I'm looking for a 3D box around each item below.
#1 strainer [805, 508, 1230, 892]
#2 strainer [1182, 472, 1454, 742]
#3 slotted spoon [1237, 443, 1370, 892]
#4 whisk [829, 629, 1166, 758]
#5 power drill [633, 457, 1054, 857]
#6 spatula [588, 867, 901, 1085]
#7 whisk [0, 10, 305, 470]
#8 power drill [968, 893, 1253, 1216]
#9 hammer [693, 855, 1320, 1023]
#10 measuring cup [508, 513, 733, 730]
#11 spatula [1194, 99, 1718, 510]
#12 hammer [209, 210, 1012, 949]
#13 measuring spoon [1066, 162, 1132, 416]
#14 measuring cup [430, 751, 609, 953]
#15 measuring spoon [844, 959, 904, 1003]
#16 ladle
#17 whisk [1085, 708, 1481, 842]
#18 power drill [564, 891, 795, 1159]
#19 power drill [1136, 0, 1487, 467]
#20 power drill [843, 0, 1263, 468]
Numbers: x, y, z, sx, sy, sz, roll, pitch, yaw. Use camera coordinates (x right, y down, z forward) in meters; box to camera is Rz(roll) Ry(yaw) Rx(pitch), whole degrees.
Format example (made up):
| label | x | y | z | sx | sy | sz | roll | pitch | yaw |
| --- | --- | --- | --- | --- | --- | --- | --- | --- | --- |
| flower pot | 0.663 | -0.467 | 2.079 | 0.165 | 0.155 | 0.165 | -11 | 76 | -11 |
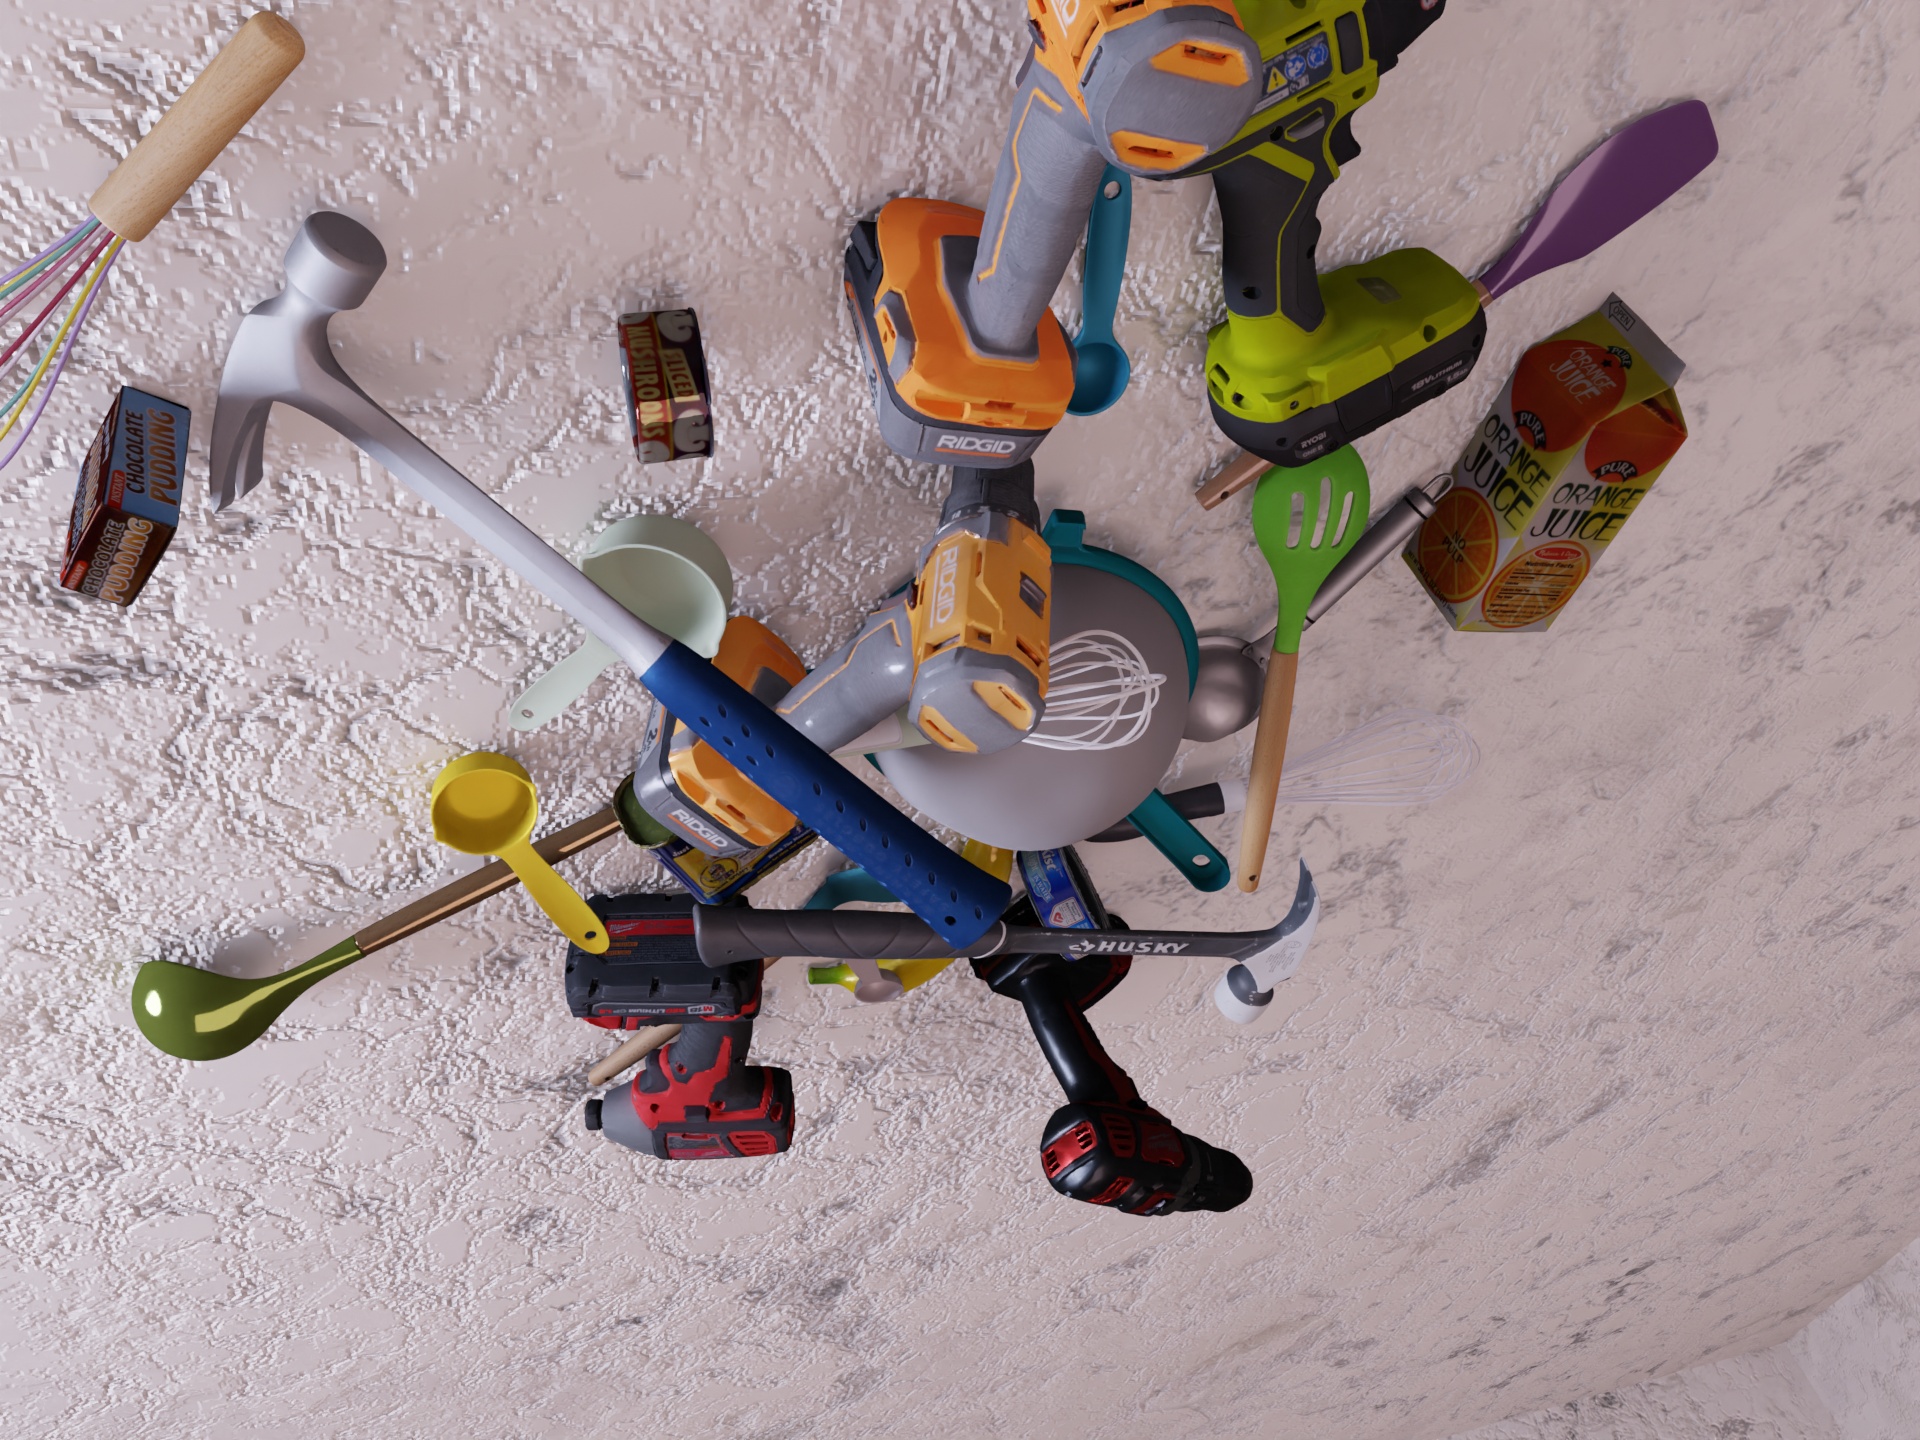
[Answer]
| label | x | y | z | sx | sy | sz | roll | pitch | yaw |
| --- | --- | --- | --- | --- | --- | --- | --- | --- | --- |
| strainer | 0.078 | 0.041 | 0.942 | 0.211 | 0.095 | 0.340 | -31 | 130 | 20 |
| strainer | 0.201 | -0.058 | 0.974 | 0.086 | 0.050 | 0.258 | 33 | 114 | -29 |
| slotted spoon | 0.194 | -0.021 | 0.956 | 0.070 | 0.031 | 0.313 | -4 | 123 | -9 |
| whisk | -0.001 | -0.003 | 0.812 | 0.246 | 0.058 | 0.059 | -10 | -172 | 41 |
| power drill | -0.051 | -0.042 | 0.802 | 0.226 | 0.186 | 0.084 | -24 | 132 | 30 |
| spatula | -0.138 | 0.173 | 1.073 | 0.317 | 0.044 | 0.082 | -37 | 144 | 19 |
| whisk | -0.336 | -0.177 | 0.601 | 0.245 | 0.047 | 0.051 | -40 | 149 | 14 |
| power drill | 0.109 | 0.242 | 1.117 | 0.187 | 0.227 | 0.080 | 24 | 123 | -40 |
| hammer | 0.037 | 0.134 | 0.985 | 0.408 | 0.036 | 0.149 | 4 | 137 | -20 |
| measuring cup | -0.181 | -0.046 | 0.817 | 0.083 | 0.038 | 0.167 | 37 | 128 | -25 |
| spatula | 0.254 | -0.212 | 0.840 | 0.316 | 0.018 | 0.059 | -37 | 136 | 15 |
| hammer | -0.145 | -0.031 | 0.699 | 0.405 | 0.035 | 0.144 | 40 | 122 | -12 |
| measuring spoon | 0.065 | -0.209 | 0.766 | 0.042 | 0.021 | 0.128 | -7 | 129 | -16 |
| measuring cup | -0.245 | 0.078 | 0.908 | 0.062 | 0.029 | 0.156 | -29 | 128 | -1 |
| measuring spoon | -0.065 | 0.154 | 1.055 | 0.034 | 0.018 | 0.124 | -13 | 143 | 5 |
| ladle | -0.328 | 0.110 | 0.930 | 0.320 | 0.062 | 0.078 | -27 | 139 | -5 |
| whisk | 0.215 | 0.045 | 1.081 | 0.284 | 0.070 | 0.070 | -12 | 139 | -4 |
| power drill | -0.187 | 0.211 | 1.038 | 0.143 | 0.079 | 0.219 | -1 | 133 | 0 |
| power drill | 0.168 | -0.240 | 0.728 | 0.171 | 0.080 | 0.223 | -27 | 137 | 0 |
| power drill | 0.026 | -0.228 | 0.633 | 0.084 | 0.164 | 0.226 | 1 | 147 | -25 |
